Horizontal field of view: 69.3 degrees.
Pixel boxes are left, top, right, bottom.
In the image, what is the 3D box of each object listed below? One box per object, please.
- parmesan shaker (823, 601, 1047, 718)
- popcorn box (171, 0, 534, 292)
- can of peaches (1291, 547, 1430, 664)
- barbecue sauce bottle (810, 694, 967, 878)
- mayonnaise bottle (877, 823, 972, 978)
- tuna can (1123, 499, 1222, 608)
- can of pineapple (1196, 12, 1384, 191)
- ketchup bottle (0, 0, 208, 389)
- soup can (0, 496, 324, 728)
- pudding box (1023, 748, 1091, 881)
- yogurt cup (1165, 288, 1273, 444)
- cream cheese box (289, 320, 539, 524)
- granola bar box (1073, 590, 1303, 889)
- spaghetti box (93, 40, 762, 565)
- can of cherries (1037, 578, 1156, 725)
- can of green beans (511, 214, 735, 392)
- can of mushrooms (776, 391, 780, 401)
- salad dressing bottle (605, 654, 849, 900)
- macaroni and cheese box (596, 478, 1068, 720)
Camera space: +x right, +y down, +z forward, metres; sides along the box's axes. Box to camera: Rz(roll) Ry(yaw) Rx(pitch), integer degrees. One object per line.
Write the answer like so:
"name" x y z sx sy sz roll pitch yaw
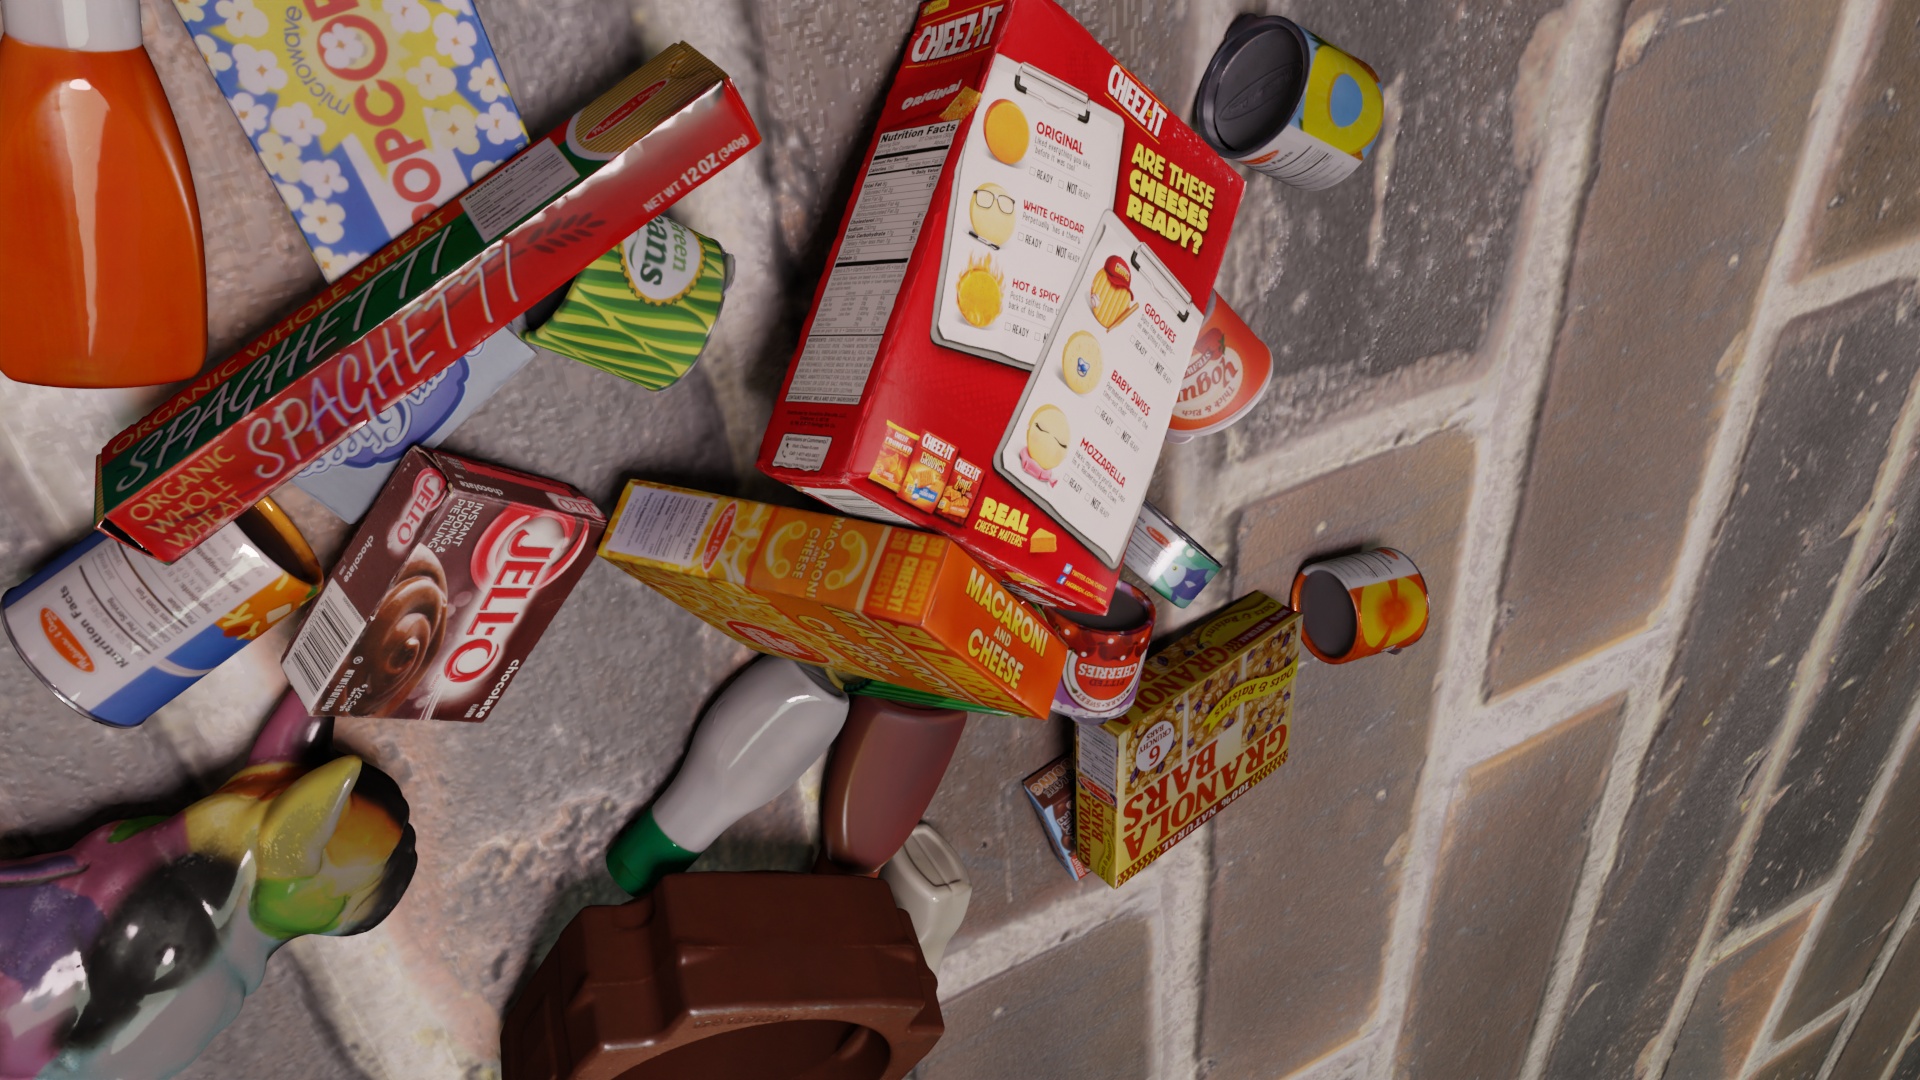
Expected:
"parmesan shaker" -0.011 0.055 0.717 0.103 0.071 0.071 14 112 -38
"popcorn box" -0.203 -0.155 0.476 0.085 0.038 0.126 -27 131 -15
"can of peaches" 0.252 0.044 0.881 0.058 0.071 0.071 -10 125 -26
"barbecue sauce bottle" -0.049 0.146 0.775 0.065 0.044 0.148 6 117 -32
"mayonnaise bottle" -0.035 0.244 0.840 0.041 0.065 0.147 -7 127 -33
"tuna can" 0.110 0.006 0.766 0.033 0.071 0.071 -50 133 8
"can of pineapple" 0.155 -0.205 0.651 0.058 0.071 0.070 10 114 -37
"ketchup bottle" -0.280 -0.123 0.444 0.065 0.044 0.148 -5 122 -31
"soup can" -0.294 0.018 0.519 0.084 0.071 0.071 -37 133 -6
"pudding box" 0.075 0.172 0.881 0.050 0.030 0.083 -31 132 -10
"yogurt cup" 0.117 -0.095 0.704 0.072 0.072 0.054 -43 125 0
"cream cheese box" -0.221 -0.059 0.538 0.104 0.024 0.053 -43 135 0
"granola bar box" 0.140 0.120 0.855 0.166 0.039 0.123 -27 129 -32
"spaghetti box" -0.182 -0.084 0.475 0.250 0.050 0.028 -37 134 -5
"can of cherries" 0.072 0.059 0.774 0.072 0.072 0.058 -6 123 -29
"can of green beans" -0.133 -0.098 0.539 0.058 0.071 0.071 21 108 -39
"can of mushrooms" -0.049 -0.048 0.628 0.071 0.071 0.033 -11 125 -26
"salad dressing bottle" -0.121 0.122 0.713 0.147 0.044 0.064 -47 135 6
"macaroni and cheese box" -0.052 0.025 0.597 0.123 0.166 0.040 43 62 -55
